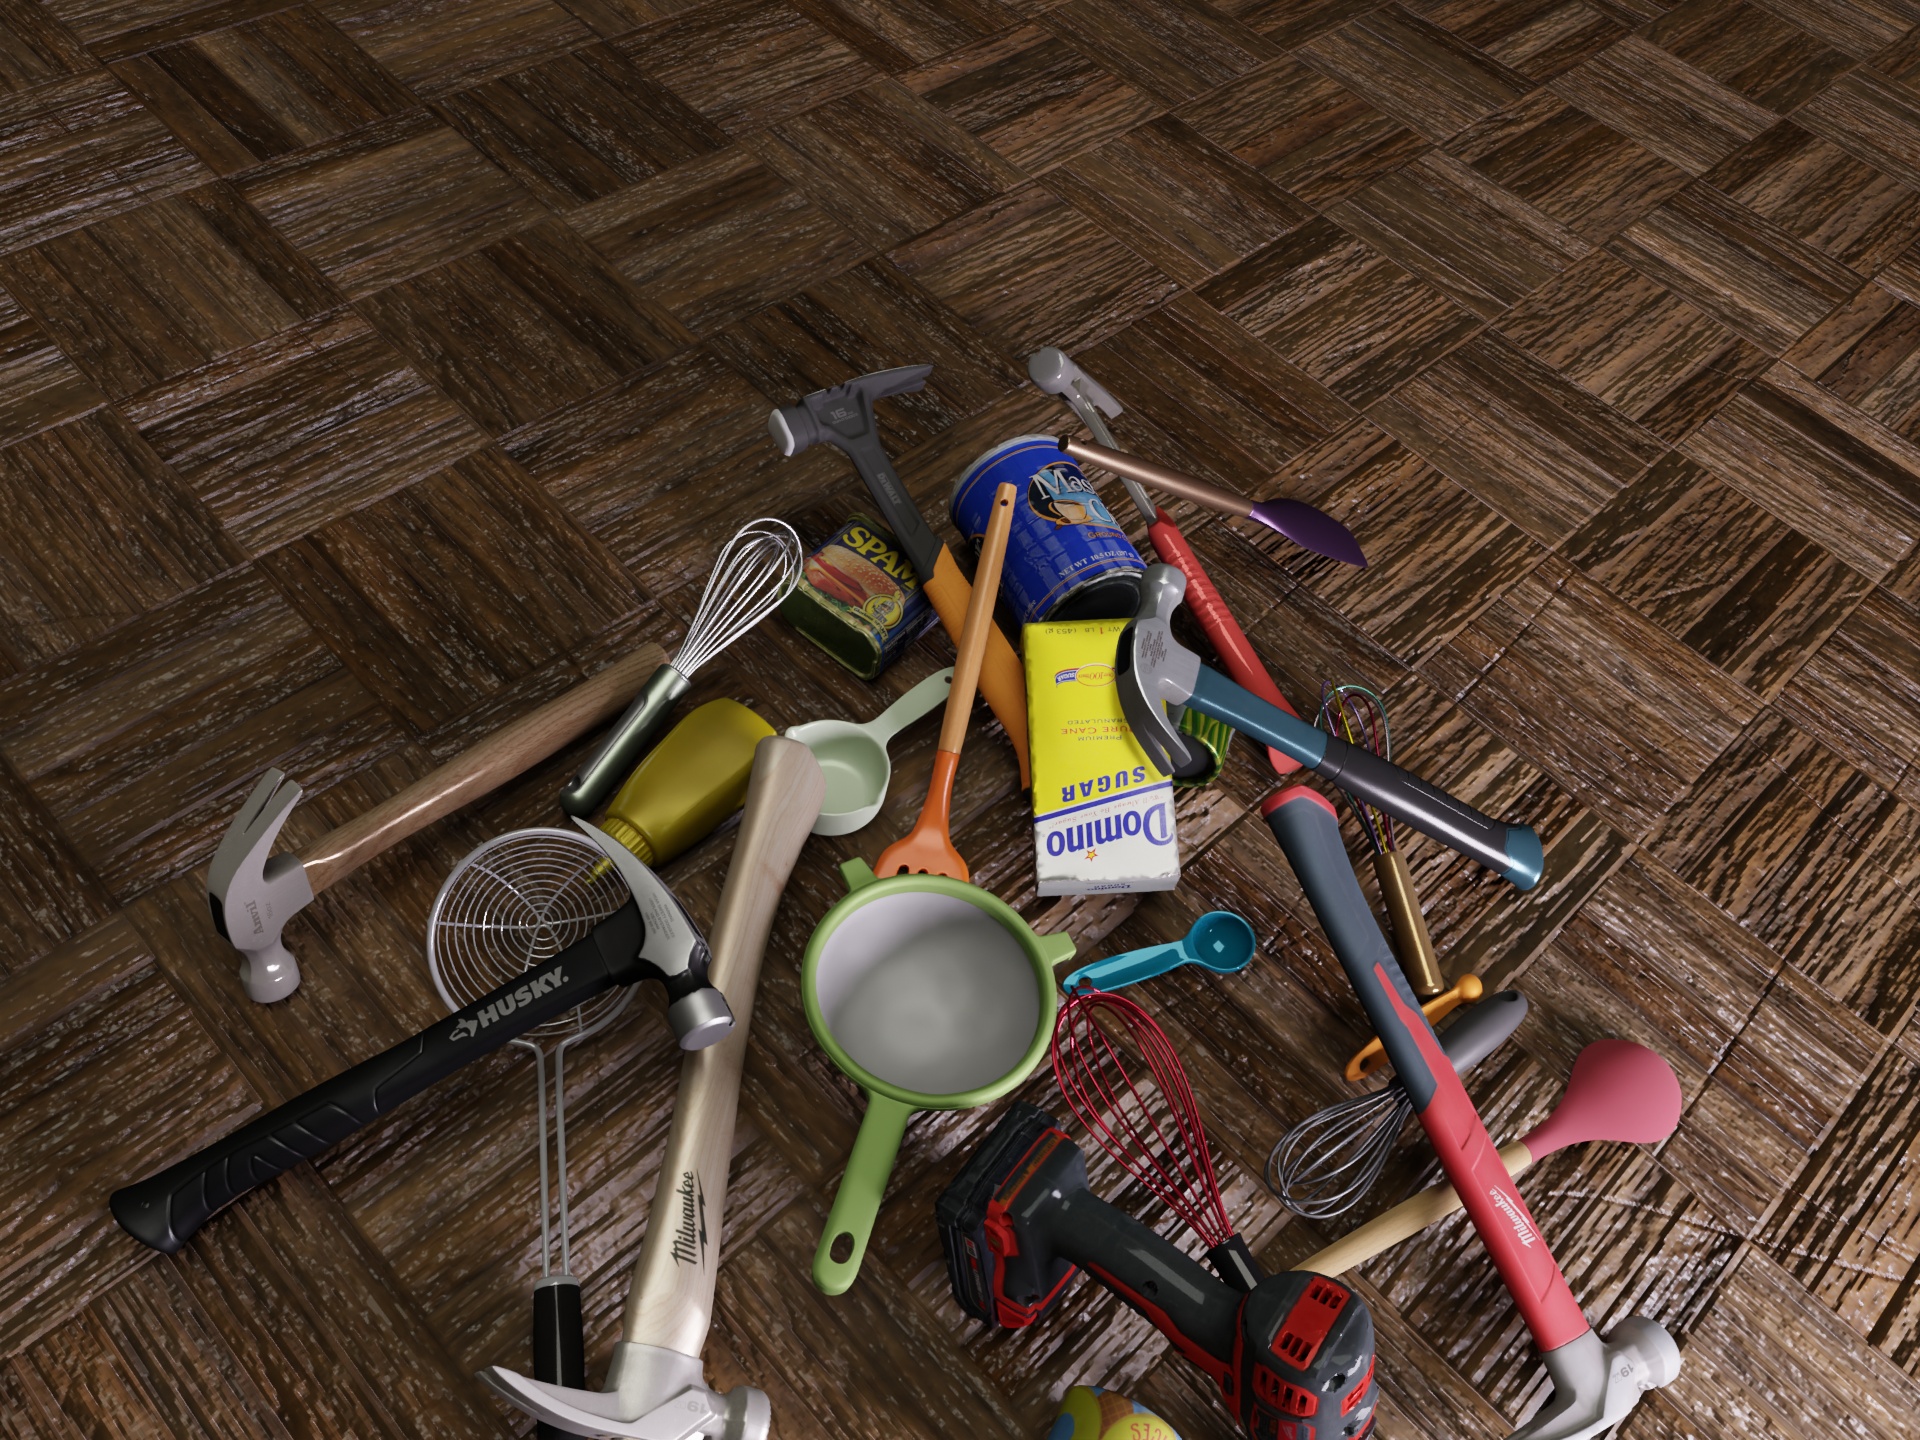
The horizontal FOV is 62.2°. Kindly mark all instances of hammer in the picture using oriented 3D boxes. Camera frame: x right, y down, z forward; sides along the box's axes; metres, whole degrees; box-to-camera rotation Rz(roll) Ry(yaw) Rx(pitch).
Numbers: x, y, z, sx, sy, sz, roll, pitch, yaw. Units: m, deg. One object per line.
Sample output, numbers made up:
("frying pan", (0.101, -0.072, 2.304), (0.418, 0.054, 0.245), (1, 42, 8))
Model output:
("hammer", (0.164, -0.119, 1.185), (0.036, 0.149, 0.359), (-34, 69, 17))
("hammer", (-0.309, 0.034, 0.986), (0.031, 0.130, 0.331), (26, 44, 30))
("hammer", (-0.002, -0.092, 1.101), (0.127, 0.034, 0.337), (-25, 80, -24))
("hammer", (-0.295, 0.180, 0.846), (0.335, 0.035, 0.146), (-29, 64, -4))
("hammer", (-0.145, 0.182, 0.888), (0.146, 0.038, 0.411), (24, 53, -22))
("hammer", (0.245, 0.024, 1.039), (0.331, 0.033, 0.128), (27, 61, -14))
("hammer", (0.261, 0.216, 0.917), (0.143, 0.038, 0.387), (-13, 67, -30))

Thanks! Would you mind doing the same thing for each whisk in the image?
("whisk", (0.272, 0.226, 0.965), (0.239, 0.055, 0.055), (-28, 62, -31))
("whisk", (0.136, 0.277, 0.895), (0.073, 0.073, 0.296), (-22, 66, -23))
("whisk", (-0.185, -0.037, 1.057), (0.058, 0.059, 0.246), (13, 62, 50))
("whisk", (0.288, 0.076, 1.085), (0.051, 0.047, 0.245), (-2, 58, -12))

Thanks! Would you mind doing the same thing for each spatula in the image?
("spatula", (-0.002, -0.003, 1.040), (0.081, 0.041, 0.323), (12, 82, 0))
("spatula", (0.194, -0.165, 1.179), (0.315, 0.018, 0.060), (11, 47, -37))

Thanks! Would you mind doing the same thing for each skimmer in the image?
("skimmer", (-0.220, 0.232, 0.852), (0.127, 0.090, 0.364), (-3, 54, -14))

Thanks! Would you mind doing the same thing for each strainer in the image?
("strainer", (-0.037, 0.210, 0.911), (0.151, 0.069, 0.257), (19, 53, 1))

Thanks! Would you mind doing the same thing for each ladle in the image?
("ladle", (0.316, 0.269, 0.953), (0.315, 0.031, 0.069), (-21, 60, -21))

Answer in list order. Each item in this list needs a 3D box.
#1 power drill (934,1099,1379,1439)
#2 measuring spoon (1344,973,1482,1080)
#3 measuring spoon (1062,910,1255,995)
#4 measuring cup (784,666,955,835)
("power drill", (0.105, 0.312, 0.817), (0.227, 0.187, 0.080), (22, 50, 31))
("measuring spoon", (0.287, 0.195, 1.000), (0.117, 0.021, 0.011), (-28, 21, -21))
("measuring spoon", (0.126, 0.156, 1.015), (0.128, 0.021, 0.042), (-15, 58, -8))
("measuring cup", (-0.056, 0.017, 1.074), (0.083, 0.038, 0.167), (39, 55, 19))
